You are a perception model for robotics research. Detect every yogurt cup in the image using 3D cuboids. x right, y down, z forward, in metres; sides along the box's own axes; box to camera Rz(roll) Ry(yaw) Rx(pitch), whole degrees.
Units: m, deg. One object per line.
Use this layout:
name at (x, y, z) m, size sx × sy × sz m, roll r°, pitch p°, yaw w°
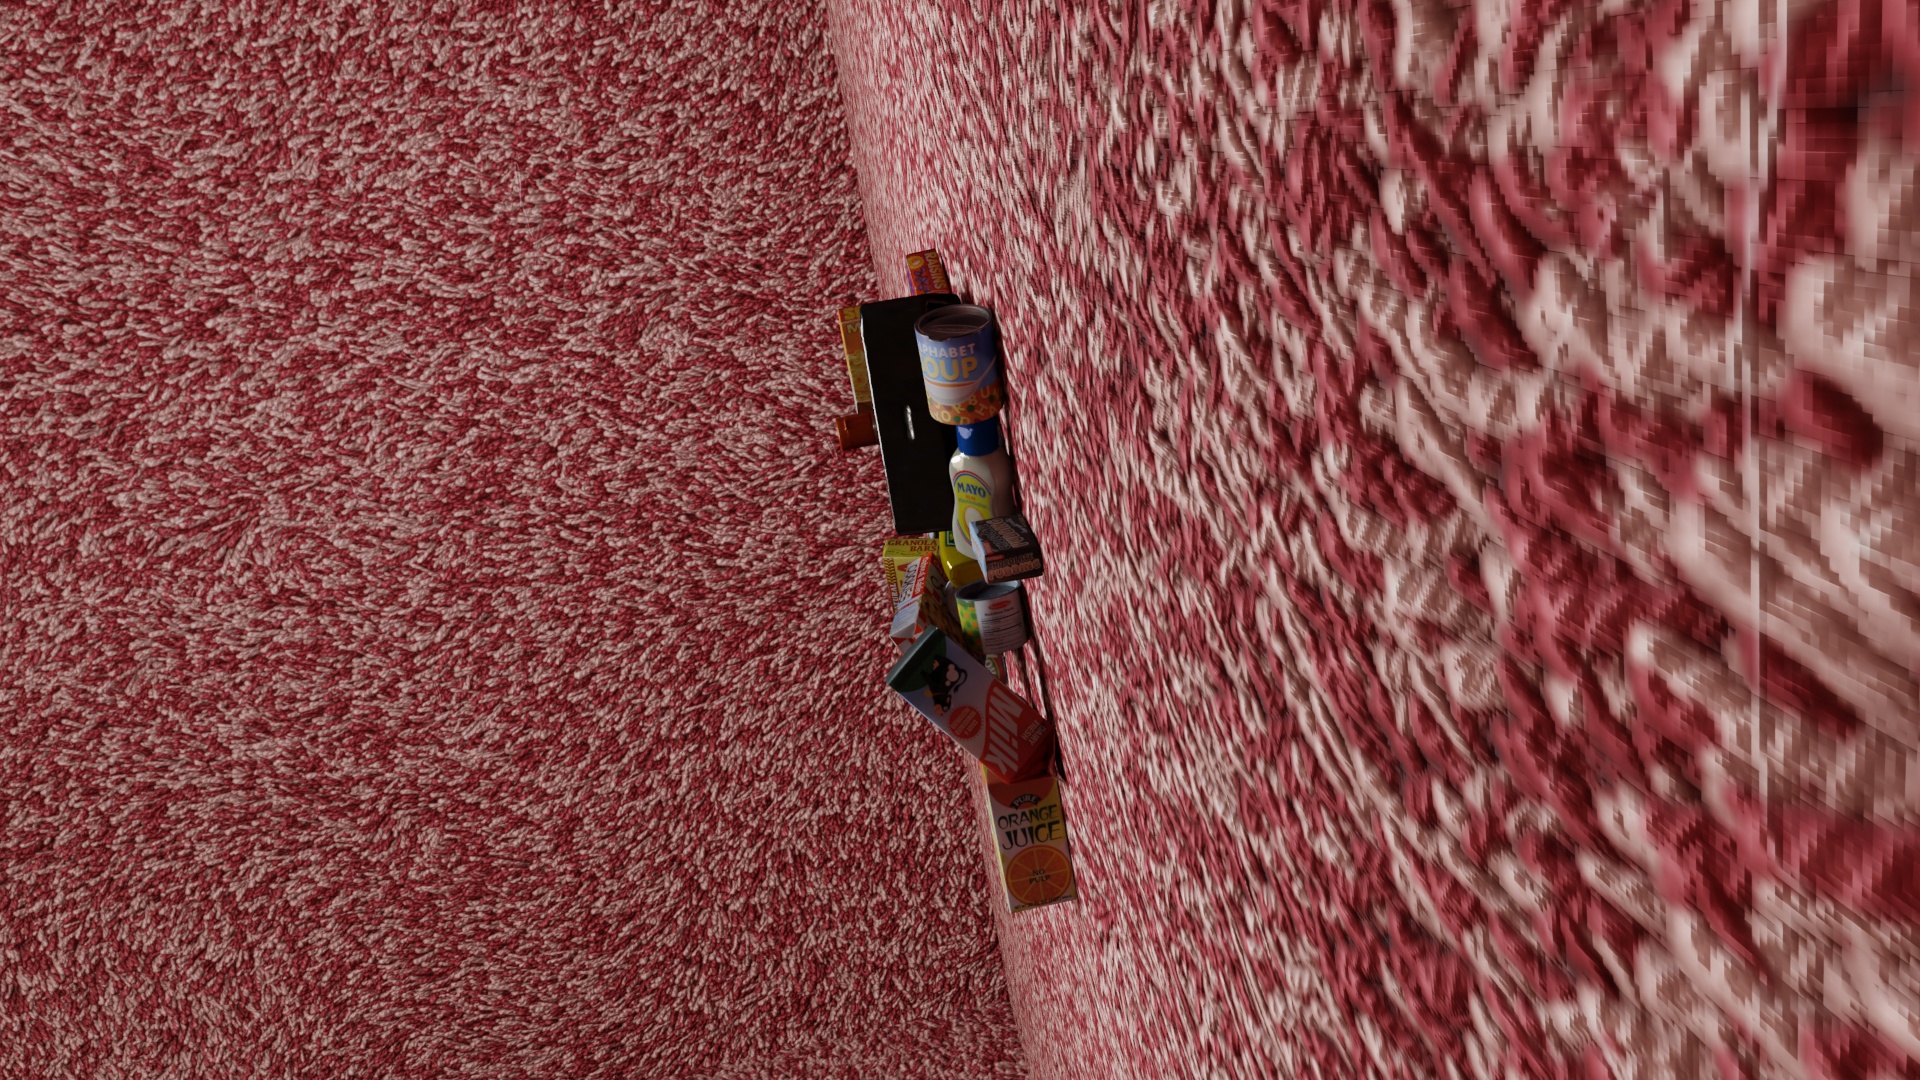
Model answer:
yogurt cup at (0.019, 0.059, 1.552) m, size 0.054 × 0.072 × 0.072 m, roll -85°, pitch -15°, yaw -74°

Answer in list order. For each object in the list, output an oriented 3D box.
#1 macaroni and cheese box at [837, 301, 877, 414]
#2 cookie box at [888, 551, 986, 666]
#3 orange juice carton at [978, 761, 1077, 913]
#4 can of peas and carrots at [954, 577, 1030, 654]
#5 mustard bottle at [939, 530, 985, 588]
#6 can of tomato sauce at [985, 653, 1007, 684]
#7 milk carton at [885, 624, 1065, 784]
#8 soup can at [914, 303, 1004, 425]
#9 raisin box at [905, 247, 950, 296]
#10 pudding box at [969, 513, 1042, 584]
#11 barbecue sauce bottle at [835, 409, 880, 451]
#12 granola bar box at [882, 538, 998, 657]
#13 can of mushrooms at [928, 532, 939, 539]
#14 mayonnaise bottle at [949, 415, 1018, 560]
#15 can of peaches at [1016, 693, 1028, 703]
macaroni and cheese box at (-0.067, -0.209, 1.583) m, size 0.040 × 0.124 × 0.167 m, roll 88°, pitch 171°, yaw -49°
cookie box at (-0.021, 0.103, 1.547) m, size 0.122 × 0.040 × 0.168 m, roll 54°, pitch -161°, yaw -19°
orange juice carton at (0.065, 0.277, 1.427) m, size 0.073 × 0.072 × 0.192 m, roll -116°, pitch 15°, yaw -74°
can of peas and carrots at (0.032, 0.073, 1.366) m, size 0.071 × 0.071 × 0.058 m, roll -116°, pitch 15°, yaw -75°
mustard bottle at (0.005, -0.019, 1.527) m, size 0.048 × 0.065 × 0.161 m, roll 77°, pitch -177°, yaw -46°
can of tomato sauce at (0.013, 0.161, 1.779) m, size 0.071 × 0.083 × 0.071 m, roll 174°, pitch 84°, yaw -87°
milk carton at (0.023, 0.169, 1.340) m, size 0.190 × 0.073 × 0.072 m, roll 41°, pitch 175°, yaw -4°
soup can at (-0.001, -0.148, 1.176) m, size 0.071 × 0.071 × 0.083 m, roll -107°, pitch 7°, yaw -58°
raisin box at (-0.028, -0.247, 1.524) m, size 0.085 × 0.040 × 0.124 m, roll 82°, pitch 174°, yaw -52°
pudding box at (0.038, 0.007, 1.194) m, size 0.084 × 0.050 × 0.030 m, roll -110°, pitch 11°, yaw -68°
barbecue sauce bottle at (-0.058, -0.127, 1.489) m, size 0.043 × 0.149 × 0.065 m, roll 89°, pitch 169°, yaw -66°
granola bar box at (-0.020, 0.069, 1.669) m, size 0.039 × 0.124 × 0.164 m, roll -81°, pitch -13°, yaw -49°
can of mushrooms at (-0.002, -0.008, 1.666) m, size 0.033 × 0.071 × 0.071 m, roll -118°, pitch 17°, yaw -73°
mayonnaise bottle at (0.019, -0.052, 1.241) m, size 0.041 × 0.065 × 0.147 m, roll -41°, pitch -45°, yaw -42°
can of peaches at (0.047, 0.201, 1.478) m, size 0.058 × 0.071 × 0.071 m, roll -125°, pitch 24°, yaw -78°
